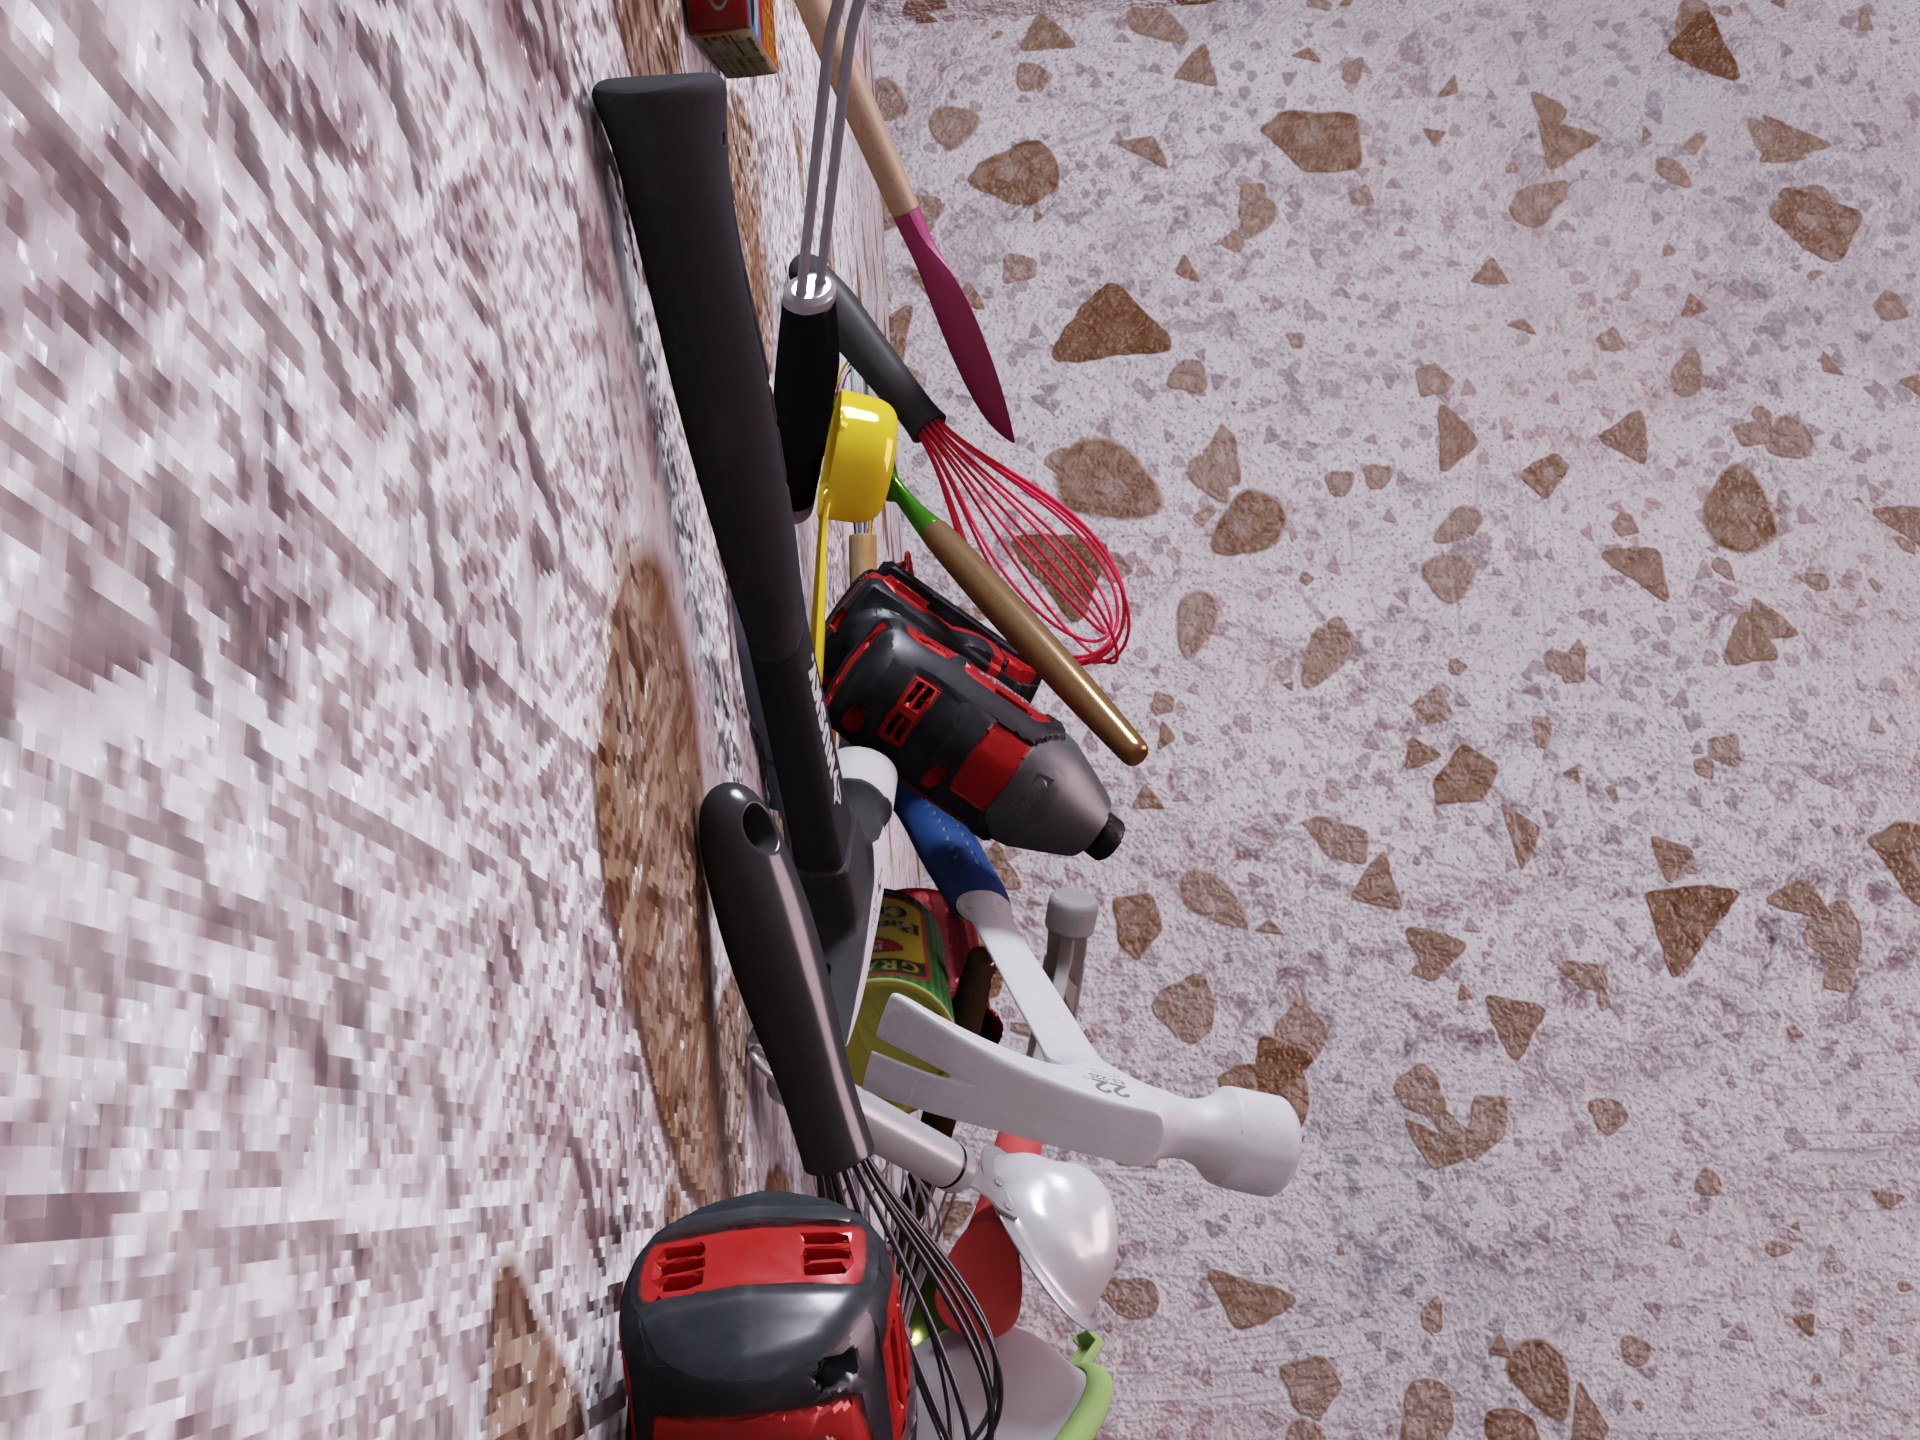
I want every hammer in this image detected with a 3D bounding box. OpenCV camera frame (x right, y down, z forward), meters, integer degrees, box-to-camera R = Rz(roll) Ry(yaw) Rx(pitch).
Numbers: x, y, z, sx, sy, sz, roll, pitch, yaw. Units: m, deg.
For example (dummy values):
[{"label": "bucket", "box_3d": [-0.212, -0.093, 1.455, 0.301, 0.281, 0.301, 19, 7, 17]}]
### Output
[{"label": "hammer", "box_3d": [-0.061, -0.037, 0.499, 0.146, 0.035, 0.334, -83, 170, -46]}, {"label": "hammer", "box_3d": [0.034, 0.216, 0.845, 0.359, 0.037, 0.149, -55, 154, -73]}, {"label": "hammer", "box_3d": [0.007, 0.083, 0.698, 0.406, 0.144, 0.035, -129, -124, -73]}]

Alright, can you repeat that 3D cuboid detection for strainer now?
[{"label": "strainer", "box_3d": [-0.014, 0.305, 0.639, 0.069, 0.151, 0.256, 50, -2, 9]}, {"label": "strainer", "box_3d": [0.003, 0.178, 0.625, 0.258, 0.050, 0.087, 41, 13, -41]}]

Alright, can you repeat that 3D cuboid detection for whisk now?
[{"label": "whisk", "box_3d": [-0.072, -0.164, 1.217, 0.051, 0.047, 0.245, 114, -24, -87]}, {"label": "whisk", "box_3d": [-0.036, 0.287, 0.774, 0.070, 0.070, 0.284, -94, -175, -56]}, {"label": "whisk", "box_3d": [-0.035, 0.131, 0.489, 0.055, 0.055, 0.239, -94, 167, -82]}, {"label": "whisk", "box_3d": [-0.006, -0.146, 0.876, 0.296, 0.073, 0.073, 53, -7, 10]}]

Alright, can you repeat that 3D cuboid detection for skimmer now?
[{"label": "skimmer", "box_3d": [-0.066, -0.219, 0.573, 0.090, 0.127, 0.363, 47, -30, 21]}]

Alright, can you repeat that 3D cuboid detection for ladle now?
[{"label": "ladle", "box_3d": [-0.006, 0.231, 0.808, 0.078, 0.062, 0.320, -69, 173, -52]}]

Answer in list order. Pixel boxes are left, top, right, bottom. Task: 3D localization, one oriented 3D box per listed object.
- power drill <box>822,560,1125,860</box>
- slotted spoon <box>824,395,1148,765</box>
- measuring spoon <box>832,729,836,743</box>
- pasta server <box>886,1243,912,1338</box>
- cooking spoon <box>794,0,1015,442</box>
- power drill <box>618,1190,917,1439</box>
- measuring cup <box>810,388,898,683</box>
[{"label": "power drill", "box_3d": [-0.001, -0.002, 0.758, 0.078, 0.143, 0.220, -55, -166, 5]}, {"label": "slotted spoon", "box_3d": [0.001, -0.080, 0.806, 0.314, 0.031, 0.070, 51, -10, 37]}, {"label": "measuring spoon", "box_3d": [-0.076, 0.028, 0.880, 0.117, 0.011, 0.021, -89, -176, -47]}, {"label": "pasta server", "box_3d": [-0.048, 0.218, 0.532, 0.316, 0.040, 0.060, 82, -6, -76]}, {"label": "cooking spoon", "box_3d": [-0.039, -0.284, 0.811, 0.318, 0.017, 0.069, 64, -3, -24]}, {"label": "power drill", "box_3d": [-0.031, 0.221, 0.276, 0.227, 0.080, 0.187, -103, -172, -70]}, {"label": "measuring cup", "box_3d": [-0.047, -0.068, 0.679, 0.062, 0.029, 0.157, 124, -29, -66]}]
